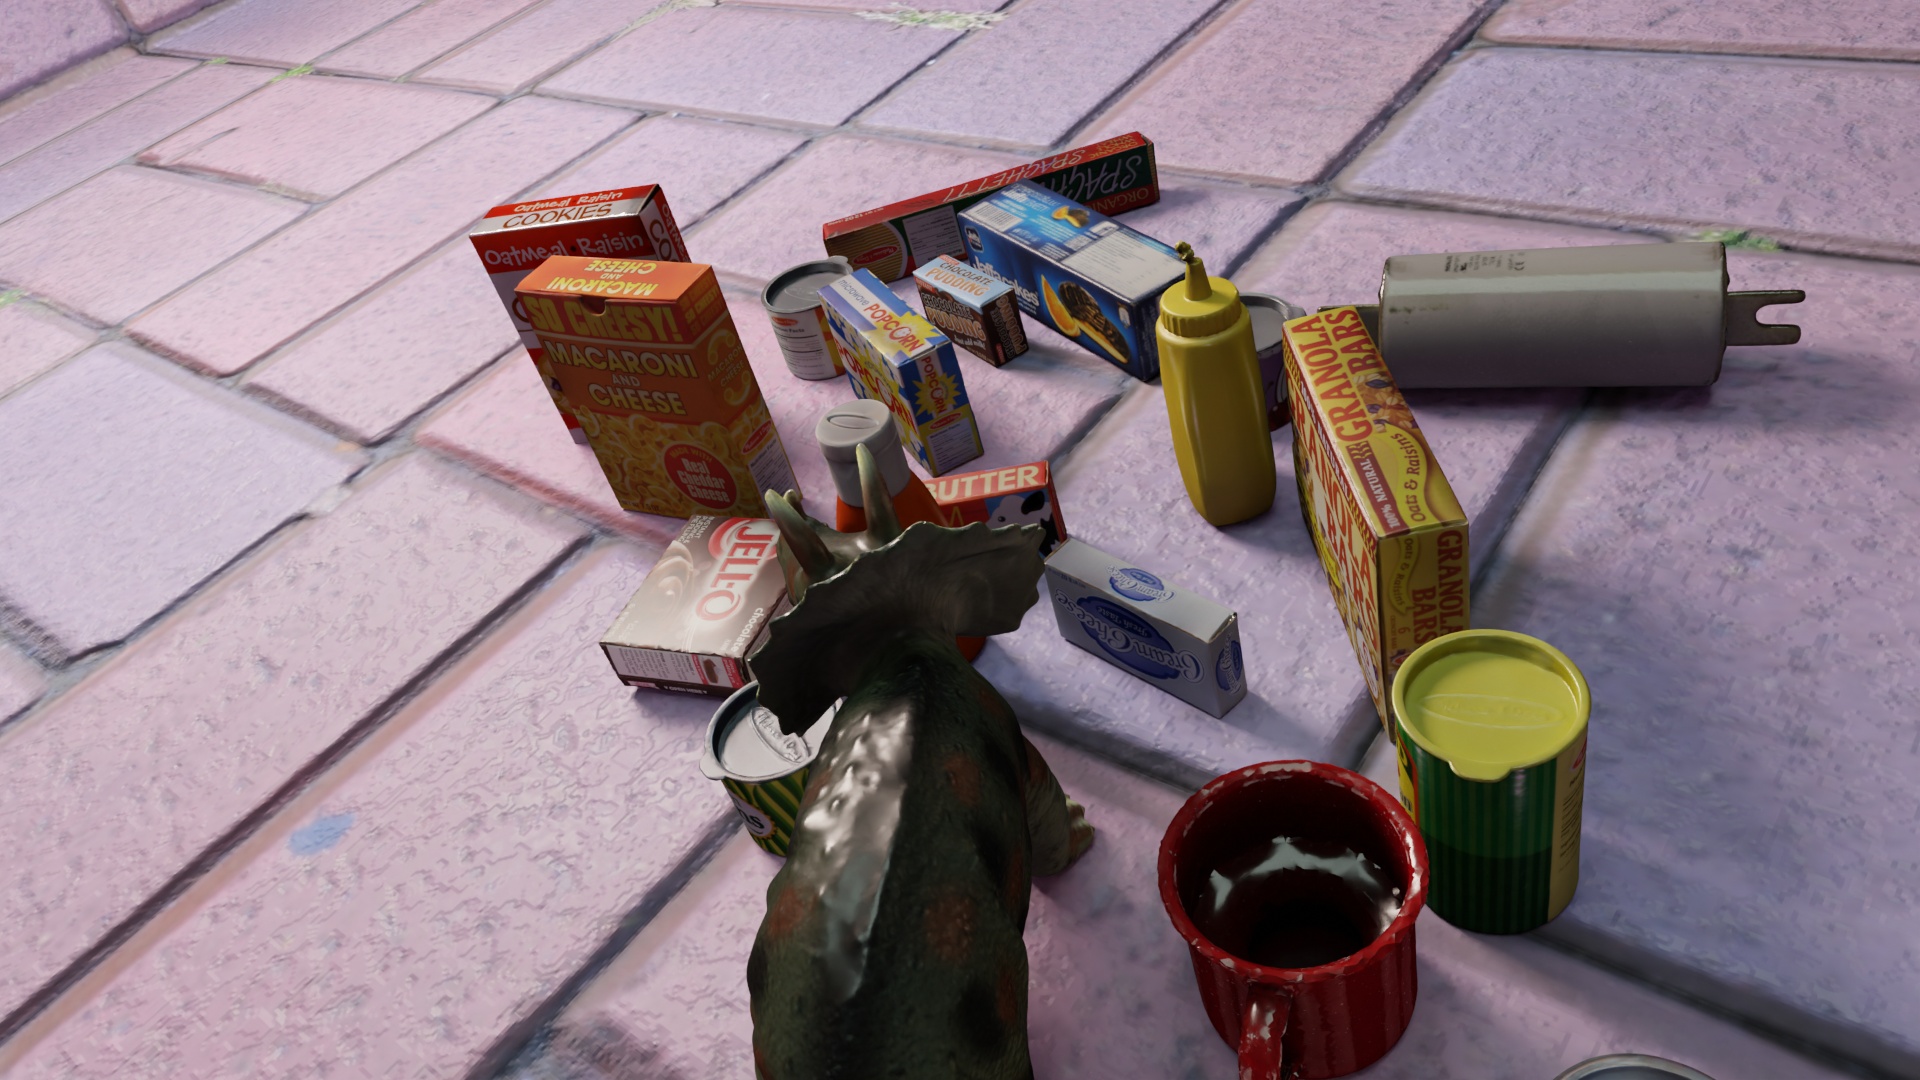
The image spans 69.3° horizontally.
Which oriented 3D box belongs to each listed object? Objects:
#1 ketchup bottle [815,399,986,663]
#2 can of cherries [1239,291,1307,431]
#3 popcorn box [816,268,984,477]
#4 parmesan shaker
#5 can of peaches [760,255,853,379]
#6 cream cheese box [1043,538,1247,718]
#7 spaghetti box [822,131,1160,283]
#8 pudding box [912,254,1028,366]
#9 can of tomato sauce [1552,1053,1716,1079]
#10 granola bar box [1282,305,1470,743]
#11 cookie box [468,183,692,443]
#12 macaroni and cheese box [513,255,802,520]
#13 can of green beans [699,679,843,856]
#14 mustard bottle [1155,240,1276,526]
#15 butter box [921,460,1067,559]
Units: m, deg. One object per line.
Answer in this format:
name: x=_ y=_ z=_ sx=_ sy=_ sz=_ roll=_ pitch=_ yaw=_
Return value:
ketchup bottle: x=-0.032 y=-0.001 z=0.683 sx=0.065 sy=0.148 sz=0.044 roll=9 pitch=46 yaw=29
can of cherries: x=0.166 y=-0.102 z=0.803 sx=0.071 sy=0.058 sz=0.072 roll=-10 pitch=39 yaw=9
popcorn box: x=-0.038 y=-0.106 z=0.862 sx=0.038 sy=0.084 sz=0.127 roll=-28 pitch=40 yaw=-13
parmesan shaker: x=0.198 y=0.094 z=0.522 sx=0.071 sy=0.102 sz=0.072 roll=-10 pitch=39 yaw=9
can of peaches: x=-0.096 y=-0.154 z=0.961 sx=0.071 sy=0.057 sz=0.071 roll=-10 pitch=39 yaw=9
cream cheese box: x=0.088 y=0.041 z=0.666 sx=0.024 sy=0.053 sz=0.104 roll=-40 pitch=44 yaw=-26
spaghetti box: x=0.023 y=-0.243 z=1.030 sx=0.250 sy=0.050 sz=0.029 roll=-16 pitch=39 yaw=1
pudding box: x=0.007 y=-0.156 z=0.932 sx=0.030 sy=0.049 sz=0.084 roll=-33 pitch=41 yaw=-19
can of tomato sauce: x=0.199 y=0.203 z=0.408 sx=0.071 sy=0.082 sz=0.071 roll=-10 pitch=39 yaw=9
granola bar box: x=0.187 y=-0.011 z=0.634 sx=0.039 sy=0.123 sz=0.166 roll=-12 pitch=39 yaw=6
cookie box: x=-0.227 y=-0.145 z=0.912 sx=0.123 sy=0.166 sz=0.040 roll=-3 pitch=41 yaw=17
macaroni and cheese box: x=-0.176 y=-0.085 z=0.822 sx=0.124 sy=0.165 sz=0.040 roll=9 pitch=45 yaw=29
can of green beans: x=-0.078 y=0.104 z=0.647 sx=0.071 sy=0.057 sz=0.071 roll=-10 pitch=39 yaw=9
mustard bottle: x=0.129 y=-0.083 z=0.713 sx=0.049 sy=0.159 sz=0.065 roll=-17 pitch=39 yaw=1
butter box: x=0.003 y=-0.009 z=0.757 sx=0.103 sy=0.053 sz=0.024 roll=-9 pitch=39 yaw=11
